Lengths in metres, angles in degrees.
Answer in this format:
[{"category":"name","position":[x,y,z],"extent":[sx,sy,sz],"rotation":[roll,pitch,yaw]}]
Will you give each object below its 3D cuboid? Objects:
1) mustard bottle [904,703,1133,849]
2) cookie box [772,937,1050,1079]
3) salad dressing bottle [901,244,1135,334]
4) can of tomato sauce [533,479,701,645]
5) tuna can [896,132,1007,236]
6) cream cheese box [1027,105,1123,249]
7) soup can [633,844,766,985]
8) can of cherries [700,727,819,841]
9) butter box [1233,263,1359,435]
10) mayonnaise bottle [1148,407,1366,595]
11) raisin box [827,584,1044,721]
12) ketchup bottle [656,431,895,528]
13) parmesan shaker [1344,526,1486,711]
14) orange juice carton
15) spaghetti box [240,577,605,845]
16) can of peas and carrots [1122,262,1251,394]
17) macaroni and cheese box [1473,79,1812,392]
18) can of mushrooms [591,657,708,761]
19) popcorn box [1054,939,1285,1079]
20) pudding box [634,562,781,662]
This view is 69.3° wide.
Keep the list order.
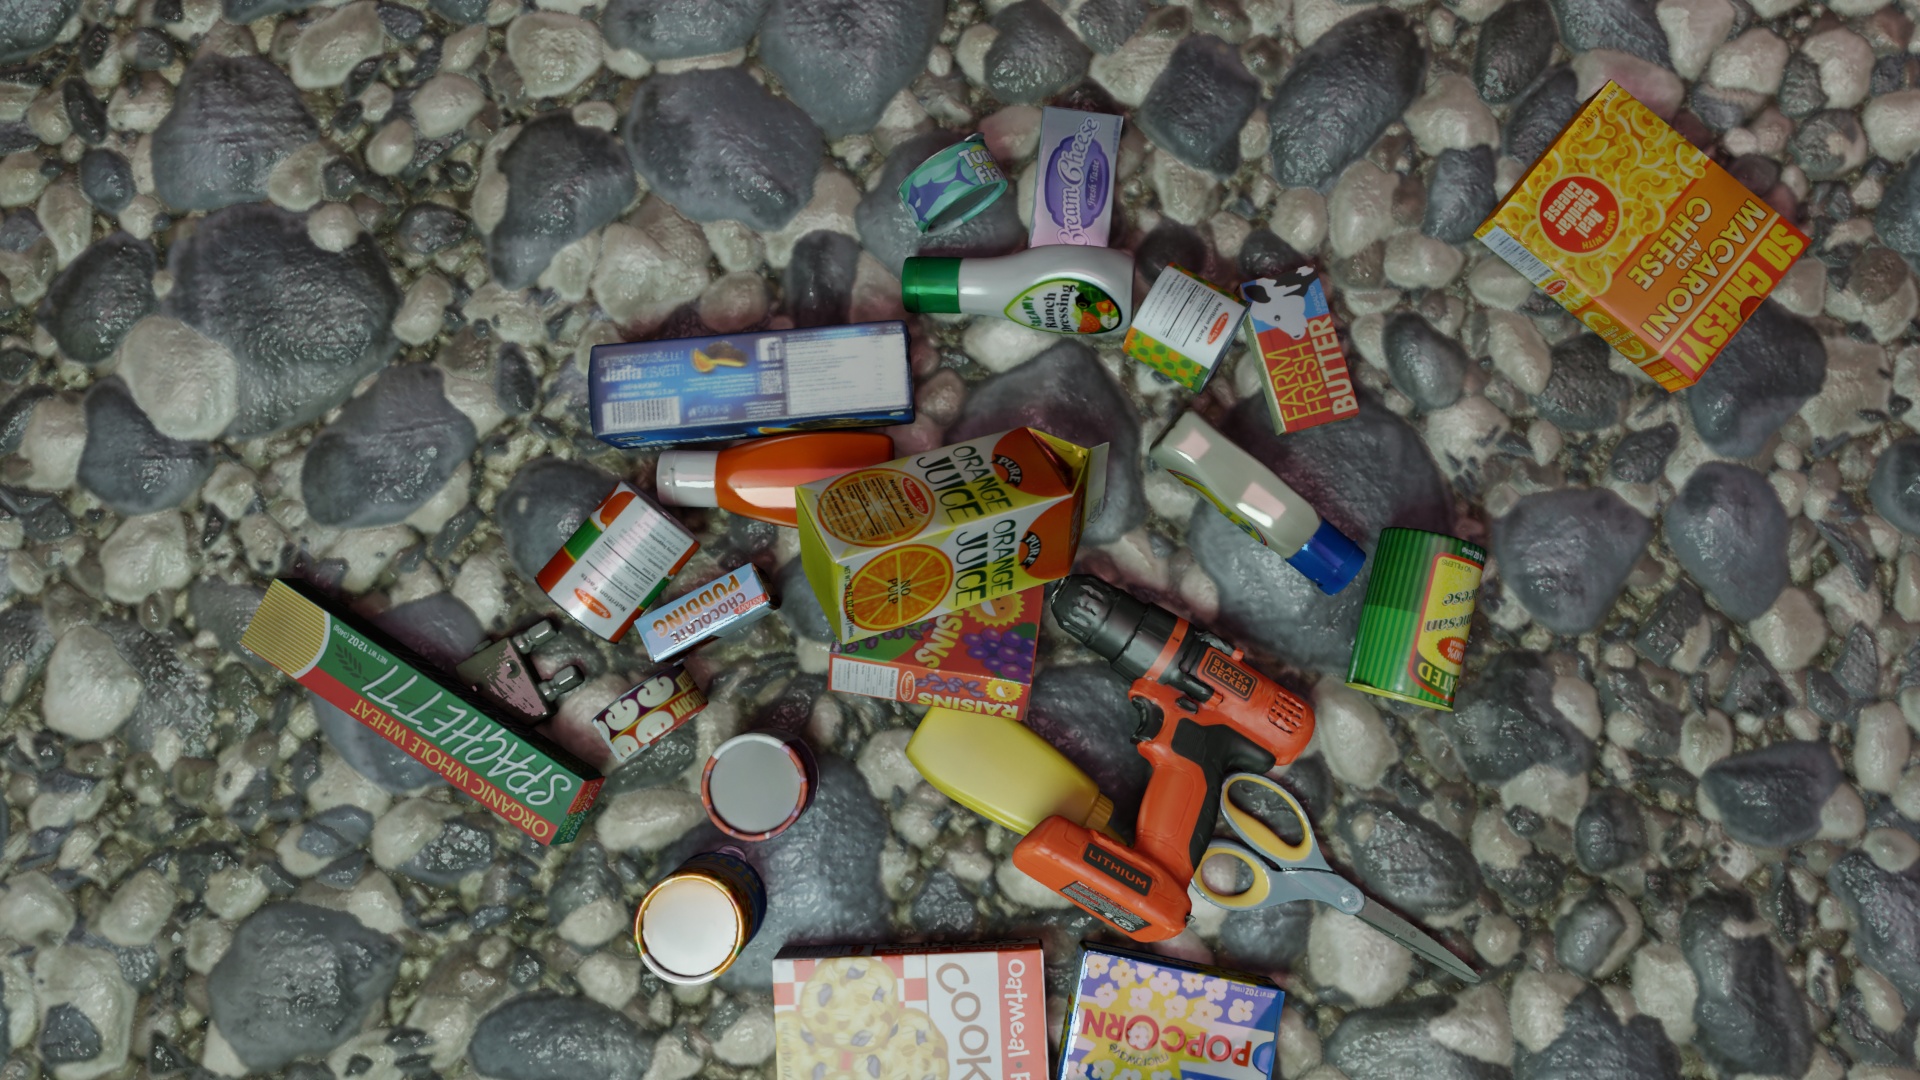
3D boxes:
[{"category":"mustard bottle","position":[0.044,0.155,0.869],"extent":[0.160,0.048,0.065],"rotation":[33,81,2]},{"category":"cookie box","position":[-0.028,0.314,0.860],"extent":[0.167,0.040,0.123],"rotation":[-3,85,1]},{"category":"salad dressing bottle","position":[0.037,-0.162,0.894],"extent":[0.148,0.064,0.044],"rotation":[3,59,9]},{"category":"can of tomato sauce","position":[-0.215,0.013,0.875],"extent":[0.071,0.071,0.083],"rotation":[40,86,3]},{"category":"tuna can","position":[-0.003,-0.228,0.893],"extent":[0.071,0.071,0.033],"rotation":[-31,88,-2]},{"category":"cream cheese box","position":[0.075,-0.231,0.915],"extent":[0.053,0.024,0.104],"rotation":[6,85,1]},{"category":"soup can","position":[-0.156,0.226,0.846],"extent":[0.071,0.083,0.071],"rotation":[0,85,0]},{"category":"can of cherries","position":[-0.123,0.153,0.865],"extent":[0.071,0.058,0.071],"rotation":[0,85,0]},{"category":"butter box","position":[0.219,-0.123,0.905],"extent":[0.053,0.024,0.103],"rotation":[-16,85,-1]},{"category":"mayonnaise bottle","position":[0.188,-0.024,0.879],"extent":[0.148,0.065,0.041],"rotation":[39,90,0]},{"category":"raisin box","position":[-0.014,0.060,0.862],"extent":[0.123,0.039,0.086],"rotation":[9,45,1]},{"category":"ketchup bottle","position":[-0.117,-0.039,0.889],"extent":[0.149,0.043,0.064],"rotation":[1,89,1]},{"category":"parmesan shaker","position":[0.283,0.048,0.867],"extent":[0.071,0.071,0.103],"rotation":[14,86,1]},{"category":"orange juice carton","position":[0.003,-0.011,0.846],"extent":[0.193,0.071,0.073],"rotation":[-16,46,-17]},{"category":"spaghetti box","position":[-0.337,0.105,0.867],"extent":[0.250,0.028,0.050],"rotation":[30,94,10]},{"category":"can of peas and carrots","position":[0.144,-0.135,0.886],"extent":[0.059,0.071,0.071],"rotation":[30,86,8]},{"category":"macaroni and cheese box","position":[0.442,-0.196,0.903],"extent":[0.166,0.040,0.124],"rotation":[40,87,4]},{"category":"can of mushrooms","position":[-0.191,0.105,0.865],"extent":[0.071,0.071,0.033],"rotation":[-34,87,-2]},{"category":"popcorn box","position":[0.129,0.304,0.861],"extent":[0.127,0.038,0.085],"rotation":[11,84,1]},{"category":"pudding box","position":[-0.159,0.047,0.879],"extent":[0.084,0.049,0.030],"rotation":[-27,84,-2]}]
